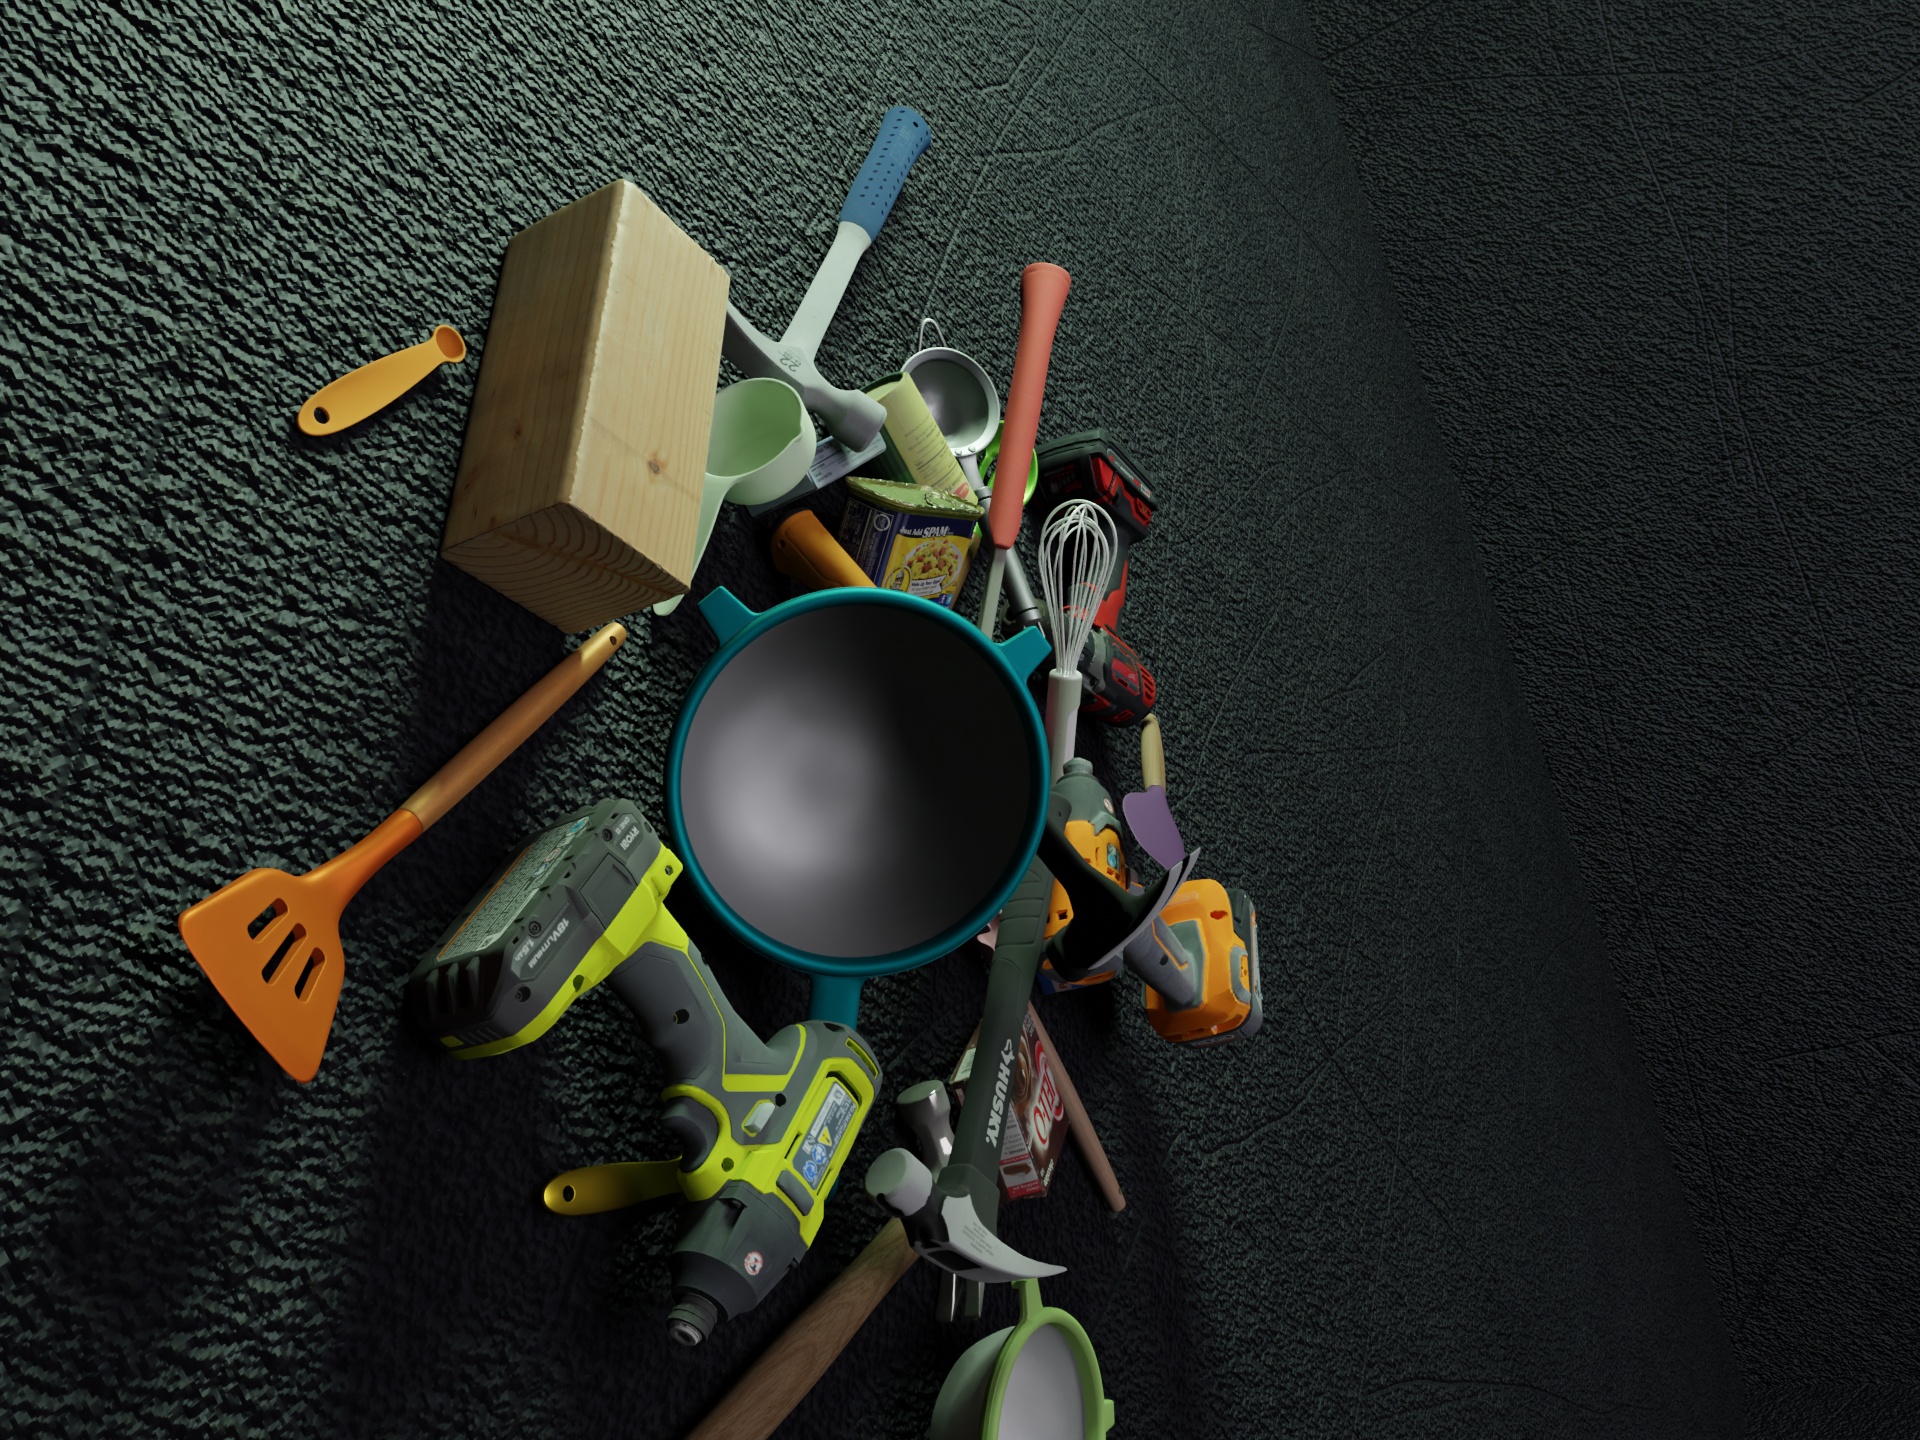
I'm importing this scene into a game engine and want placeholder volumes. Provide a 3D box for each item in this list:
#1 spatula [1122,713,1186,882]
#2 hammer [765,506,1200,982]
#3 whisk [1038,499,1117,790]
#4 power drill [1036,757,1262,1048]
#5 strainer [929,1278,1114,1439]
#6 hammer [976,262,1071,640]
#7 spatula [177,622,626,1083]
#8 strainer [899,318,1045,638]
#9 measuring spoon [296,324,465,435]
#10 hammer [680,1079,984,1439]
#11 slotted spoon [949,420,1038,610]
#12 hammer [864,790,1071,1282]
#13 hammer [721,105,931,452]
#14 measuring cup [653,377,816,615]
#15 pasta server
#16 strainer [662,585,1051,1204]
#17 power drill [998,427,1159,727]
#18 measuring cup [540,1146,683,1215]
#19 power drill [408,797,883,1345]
[{"bbox_3d":[0.144,0.045,1.197,0.059,0.018,0.316,41,16,-7],"label":"spatula"},{"bbox_3d":[-0.002,-0.003,0.957,0.337,0.127,0.034,50,43,11],"label":"hammer"},{"bbox_3d":[0.080,-0.042,1.185,0.058,0.059,0.246,-32,129,-62],"label":"whisk"},{"bbox_3d":[0.131,0.134,1.153,0.226,0.084,0.164,36,45,-42],"label":"power drill"},{"bbox_3d":[0.008,0.455,0.891,0.151,0.069,0.256,63,35,-31],"label":"strainer"},{"bbox_3d":[0.035,-0.163,1.101,0.149,0.036,0.359,122,-20,-70],"label":"hammer"},{"bbox_3d":[-0.229,0.031,0.721,0.081,0.041,0.323,61,32,-20],"label":"spatula"},{"bbox_3d":[0.010,-0.171,1.177,0.087,0.050,0.258,-16,79,-28],"label":"strainer"},{"bbox_3d":[-0.278,-0.162,0.763,0.021,0.011,0.117,62,36,-21],"label":"measuring spoon"},{"bbox_3d":[-0.071,0.327,0.855,0.331,0.031,0.130,-31,102,-59],"label":"hammer"},{"bbox_3d":[-0.001,-0.121,1.182,0.070,0.031,0.314,44,42,-22],"label":"slotted spoon"},{"bbox_3d":[0.031,0.175,0.966,0.146,0.035,0.335,48,38,-31],"label":"hammer"},{"bbox_3d":[-0.081,-0.340,1.114,0.144,0.035,0.406,33,40,-16],"label":"hammer"},{"bbox_3d":[-0.137,-0.125,0.935,0.168,0.083,0.038,-70,154,-22],"label":"measuring cup"},{"bbox_3d":[0.058,0.217,1.112,0.316,0.040,0.060,65,23,-17],"label":"pasta server"},{"bbox_3d":[-0.070,0.095,0.897,0.211,0.095,0.340,6,94,-14],"label":"strainer"},{"bbox_3d":[0.094,-0.122,1.296,0.187,0.080,0.227,32,54,-49],"label":"power drill"},{"bbox_3d":[-0.141,0.225,0.784,0.156,0.029,0.062,15,64,-58],"label":"measuring cup"},{"bbox_3d":[-0.140,0.163,0.745,0.223,0.080,0.171,54,39,-21],"label":"power drill"}]
